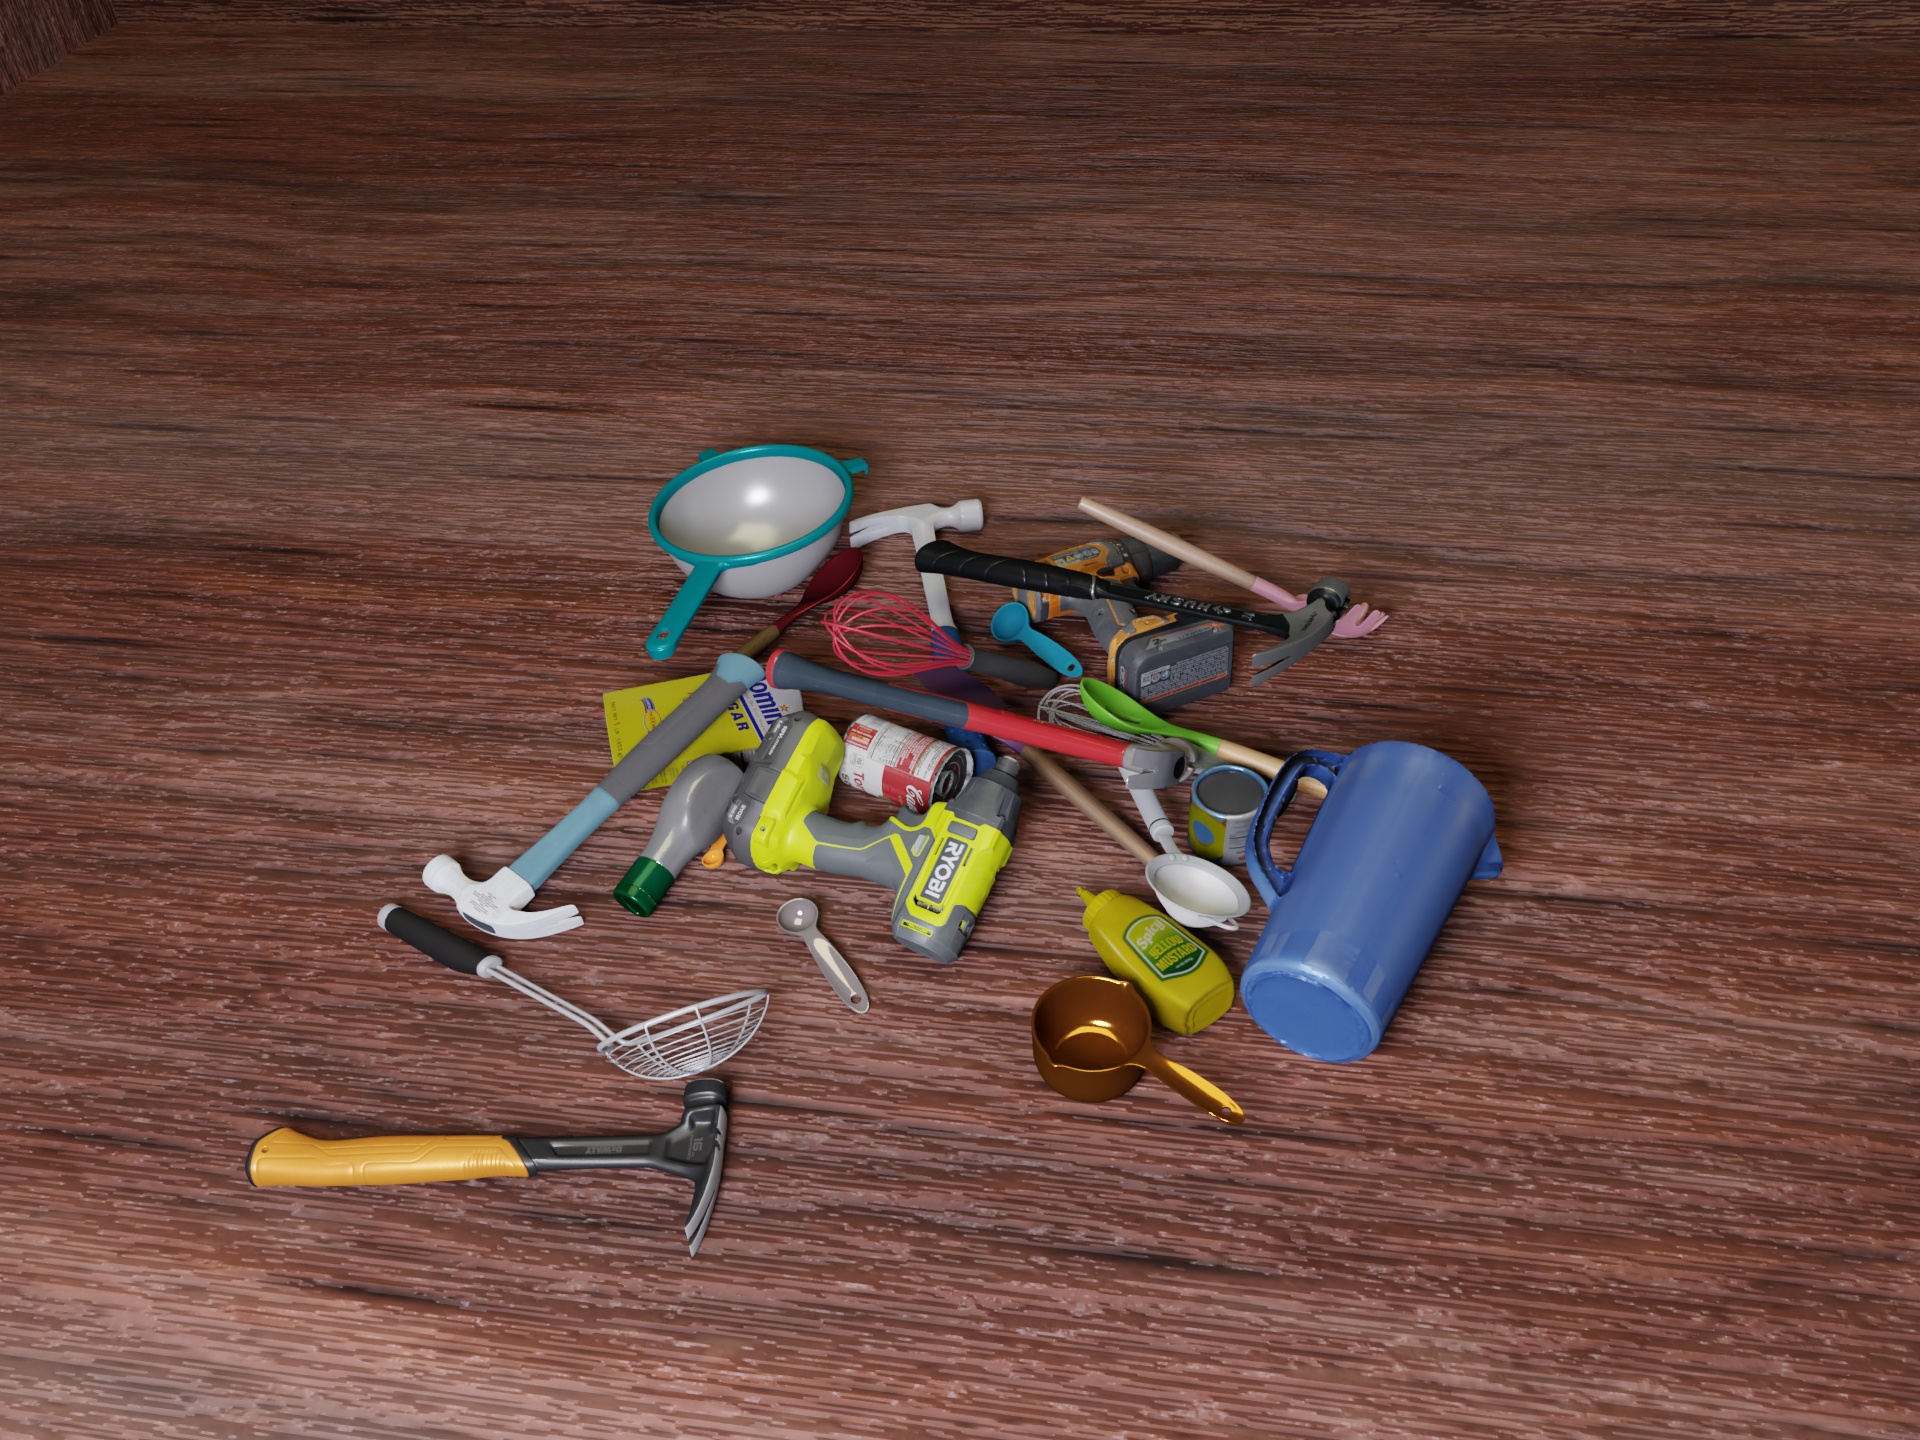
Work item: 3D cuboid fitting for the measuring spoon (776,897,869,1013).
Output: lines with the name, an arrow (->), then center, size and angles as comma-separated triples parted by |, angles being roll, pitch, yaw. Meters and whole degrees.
measuring spoon -> -0.107, 0.190, 1.265 | 0.034, 0.018, 0.124 | -28, 54, -18

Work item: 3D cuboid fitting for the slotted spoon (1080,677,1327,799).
slotted spoon -> 0.245, 0.033, 1.360 | 0.314, 0.031, 0.070 | 21, 20, 12

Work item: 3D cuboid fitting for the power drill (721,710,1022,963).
power drill -> -0.067, 0.081, 1.302 | 0.223, 0.080, 0.171 | 19, 73, 24

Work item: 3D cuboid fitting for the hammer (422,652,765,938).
hammer -> -0.293, 0.056, 1.362 | 0.128, 0.033, 0.331 | 33, 63, 21

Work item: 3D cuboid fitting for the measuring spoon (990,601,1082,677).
measuring spoon -> 0.078, -0.072, 1.536 | 0.042, 0.021, 0.129 | -52, 51, 3

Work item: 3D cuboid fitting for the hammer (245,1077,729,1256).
hammer -> -0.336, 0.314, 1.119 | 0.337, 0.034, 0.127 | -2, 40, 2

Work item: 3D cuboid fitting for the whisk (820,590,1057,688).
whisk -> -0.010, -0.060, 1.403 | 0.295, 0.073, 0.073 | 12, 23, -47

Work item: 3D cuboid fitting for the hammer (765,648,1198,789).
hammer -> -0.002, -0.004, 1.340 | 0.386, 0.038, 0.143 | 14, 7, 23

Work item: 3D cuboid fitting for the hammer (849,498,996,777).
hammer -> -0.023, -0.092, 1.560 | 0.144, 0.035, 0.406 | -7, 41, -4

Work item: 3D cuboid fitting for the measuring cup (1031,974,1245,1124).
measuring cup -> 0.128, 0.254, 1.147 | 0.174, 0.052, 0.095 | 29, 50, 29

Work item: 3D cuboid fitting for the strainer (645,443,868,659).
strainer -> -0.226, -0.148, 1.595 | 0.211, 0.095, 0.341 | 6, 44, 17

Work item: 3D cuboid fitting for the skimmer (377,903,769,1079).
skimmer -> -0.312, 0.184, 1.223 | 0.363, 0.090, 0.127 | 19, 8, 28

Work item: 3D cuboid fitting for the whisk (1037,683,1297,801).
whisk -> 0.181, 0.025, 1.413 | 0.246, 0.057, 0.059 | 20, 81, 20

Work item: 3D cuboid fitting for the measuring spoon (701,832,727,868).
measuring spoon -> -0.199, 0.090, 1.386 | 0.021, 0.011, 0.117 | -6, 36, 18

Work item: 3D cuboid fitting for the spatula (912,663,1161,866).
spatula -> 0.076, 0.041, 1.385 | 0.059, 0.018, 0.316 | -20, 50, -41

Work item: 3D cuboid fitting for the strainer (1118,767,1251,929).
strainer -> 0.168, 0.097, 1.304 | 0.086, 0.050, 0.259 | 6, 35, -21

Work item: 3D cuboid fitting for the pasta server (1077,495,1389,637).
pasta server -> 0.261, -0.151, 1.532 | 0.316, 0.040, 0.060 | 25, 12, -3

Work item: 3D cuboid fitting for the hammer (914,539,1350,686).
hammer -> 0.136, -0.115, 1.454 | 0.409, 0.036, 0.149 | 14, 38, 29

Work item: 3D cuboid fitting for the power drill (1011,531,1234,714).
power drill -> 0.178, -0.108, 1.537 | 0.185, 0.084, 0.226 | -18, 39, -19

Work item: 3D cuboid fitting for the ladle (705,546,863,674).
ladle -> -0.199, -0.075, 1.556 | 0.069, 0.031, 0.315 | -2, 34, 48
